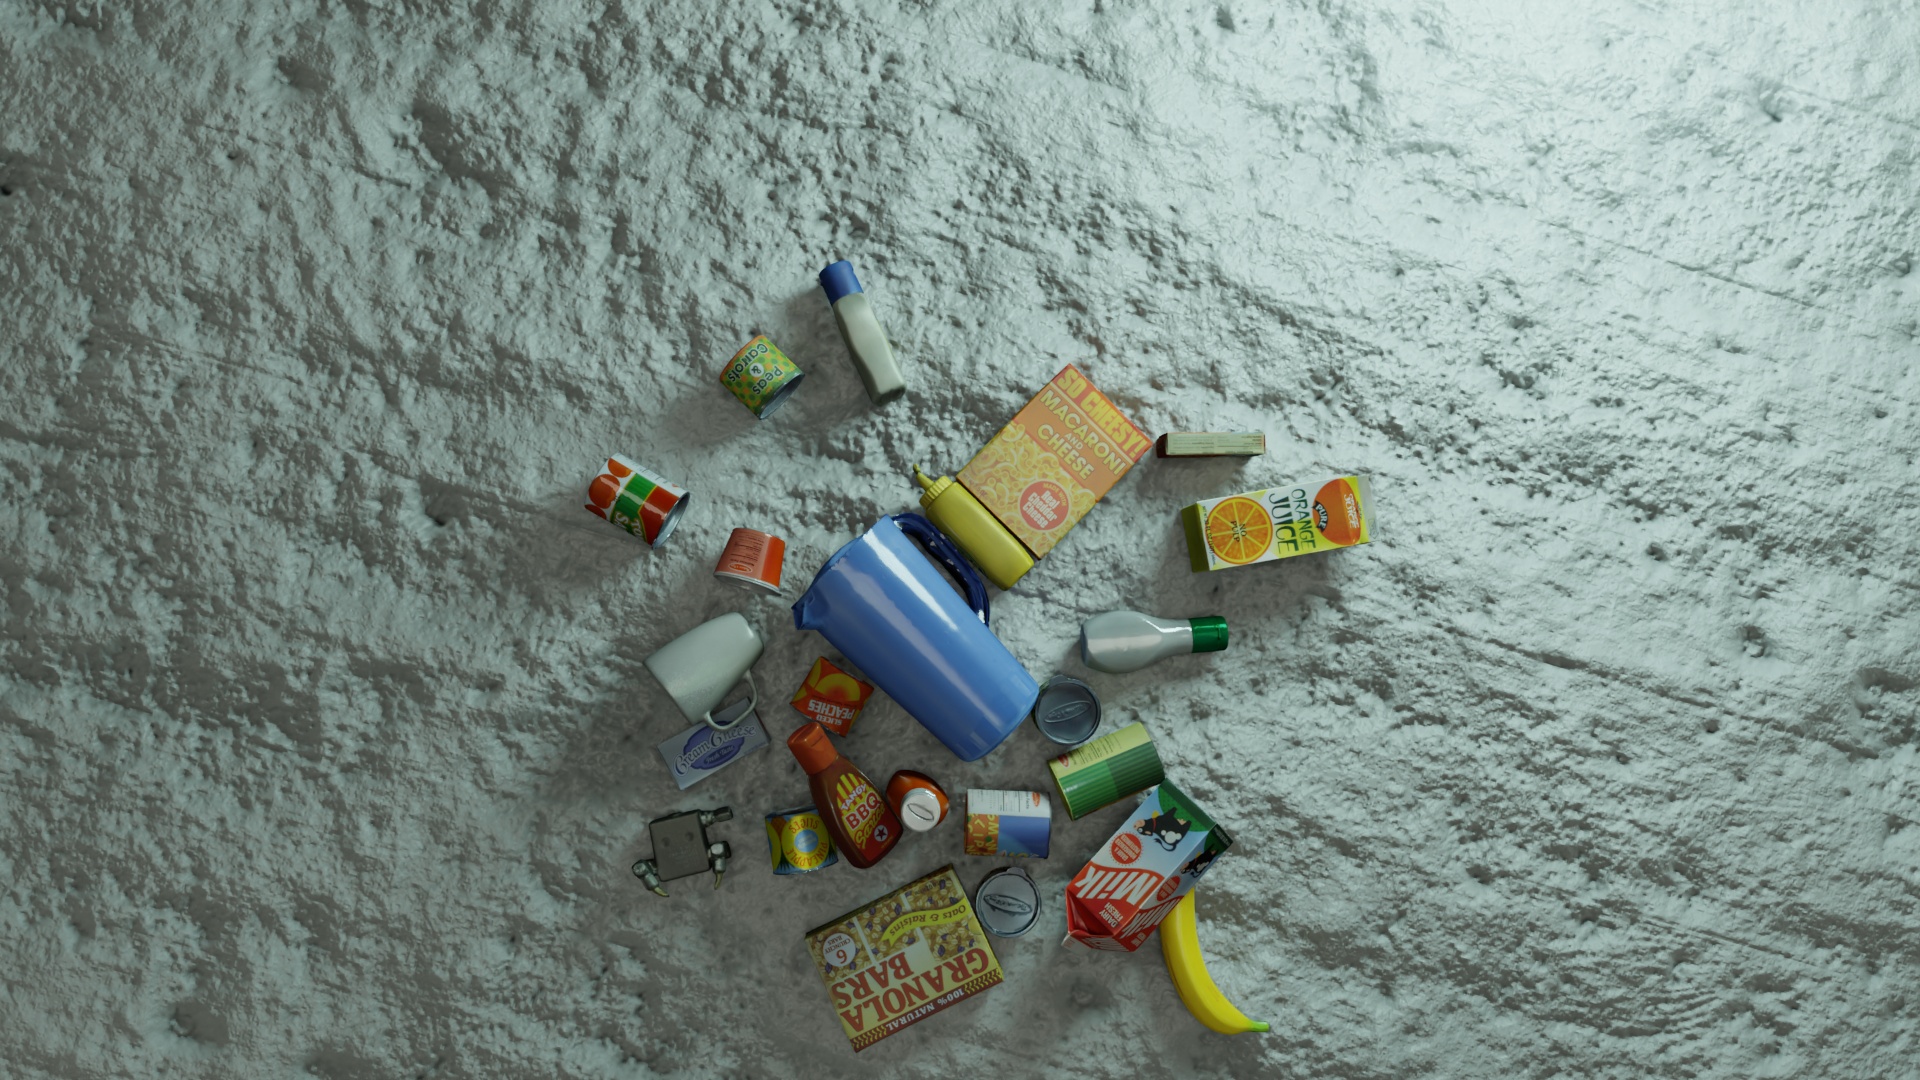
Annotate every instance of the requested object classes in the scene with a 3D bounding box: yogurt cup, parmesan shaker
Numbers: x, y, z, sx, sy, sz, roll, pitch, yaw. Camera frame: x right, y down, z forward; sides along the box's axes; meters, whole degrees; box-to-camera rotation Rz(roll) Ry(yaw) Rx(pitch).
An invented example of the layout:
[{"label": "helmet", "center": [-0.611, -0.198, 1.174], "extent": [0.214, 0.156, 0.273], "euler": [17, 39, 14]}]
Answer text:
[{"label": "yogurt cup", "center": [-0.210, 0.020, 1.401], "extent": [0.072, 0.072, 0.054], "euler": [15, 78, -2]}, {"label": "parmesan shaker", "center": [0.147, 0.234, 1.398], "extent": [0.103, 0.071, 0.071], "euler": [-22, 88, -4]}]

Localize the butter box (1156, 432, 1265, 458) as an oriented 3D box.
[{"label": "butter box", "center": [0.258, -0.099, 1.435], "extent": [0.103, 0.053, 0.024], "euler": [-1, 90, -2]}]

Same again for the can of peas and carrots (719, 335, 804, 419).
[{"label": "can of peas and carrots", "center": [-0.202, -0.166, 1.409], "extent": [0.059, 0.071, 0.071], "euler": [43, 86, 1]}]

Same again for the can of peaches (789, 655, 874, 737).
[{"label": "can of peaches", "center": [-0.128, 0.156, 1.391], "extent": [0.071, 0.071, 0.058], "euler": [32, 85, 0]}]

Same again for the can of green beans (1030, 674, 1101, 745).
[{"label": "can of green beans", "center": [0.106, 0.172, 1.407], "extent": [0.071, 0.058, 0.071], "euler": [0, 87, -2]}]

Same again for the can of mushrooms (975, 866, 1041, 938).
[{"label": "can of mushrooms", "center": [0.049, 0.363, 1.404], "extent": [0.071, 0.033, 0.071], "euler": [0, 86, -2]}]

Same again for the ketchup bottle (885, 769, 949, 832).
[{"label": "ketchup bottle", "center": [-0.041, 0.254, 1.349], "extent": [0.065, 0.148, 0.043], "euler": [29, 85, -1]}]

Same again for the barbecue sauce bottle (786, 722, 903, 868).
[{"label": "barbecue sauce bottle", "center": [-0.117, 0.246, 1.359], "extent": [0.065, 0.043, 0.148], "euler": [-42, 110, -35]}]

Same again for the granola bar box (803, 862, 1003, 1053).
[{"label": "granola bar box", "center": [-0.056, 0.417, 1.393], "extent": [0.166, 0.039, 0.124], "euler": [-25, 88, -4]}]

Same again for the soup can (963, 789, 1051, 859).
[{"label": "soup can", "center": [0.047, 0.287, 1.394], "extent": [0.084, 0.071, 0.071], "euler": [2, 86, -2]}]

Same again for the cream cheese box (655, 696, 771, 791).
[{"label": "cream cheese box", "center": [-0.249, 0.206, 1.405], "extent": [0.104, 0.024, 0.053], "euler": [-28, 88, -4]}]

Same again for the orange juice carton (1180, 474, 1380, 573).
[{"label": "orange juice carton", "center": [0.332, -0.018, 1.423], "extent": [0.193, 0.073, 0.072], "euler": [-10, 87, -4]}]

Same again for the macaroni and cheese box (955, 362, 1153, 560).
[{"label": "macaroni and cheese box", "center": [0.096, -0.081, 1.433], "extent": [0.124, 0.040, 0.166], "euler": [44, 86, 1]}]

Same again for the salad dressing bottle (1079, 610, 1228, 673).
[{"label": "salad dressing bottle", "center": [0.198, 0.101, 1.424], "extent": [0.148, 0.044, 0.064], "euler": [-4, 85, -4]}]

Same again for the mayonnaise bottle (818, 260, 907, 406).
[{"label": "mayonnaise bottle", "center": [-0.100, -0.213, 1.423], "extent": [0.041, 0.064, 0.148], "euler": [-23, 84, -7]}]

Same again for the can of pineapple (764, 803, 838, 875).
[{"label": "can of pineapple", "center": [-0.158, 0.297, 1.381], "extent": [0.071, 0.071, 0.058], "euler": [-10, 87, -3]}]

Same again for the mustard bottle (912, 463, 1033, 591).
[{"label": "mustard bottle", "center": [0.005, -0.018, 1.415], "extent": [0.049, 0.065, 0.160], "euler": [-45, 84, -2]}]

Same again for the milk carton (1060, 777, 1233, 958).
[{"label": "milk carton", "center": [0.175, 0.337, 1.379], "extent": [0.190, 0.072, 0.073], "euler": [-47, 54, -4]}]

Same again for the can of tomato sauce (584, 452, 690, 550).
[{"label": "can of tomato sauce", "center": [-0.326, -0.039, 1.397], "extent": [0.083, 0.071, 0.071], "euler": [30, 86, 0]}]
